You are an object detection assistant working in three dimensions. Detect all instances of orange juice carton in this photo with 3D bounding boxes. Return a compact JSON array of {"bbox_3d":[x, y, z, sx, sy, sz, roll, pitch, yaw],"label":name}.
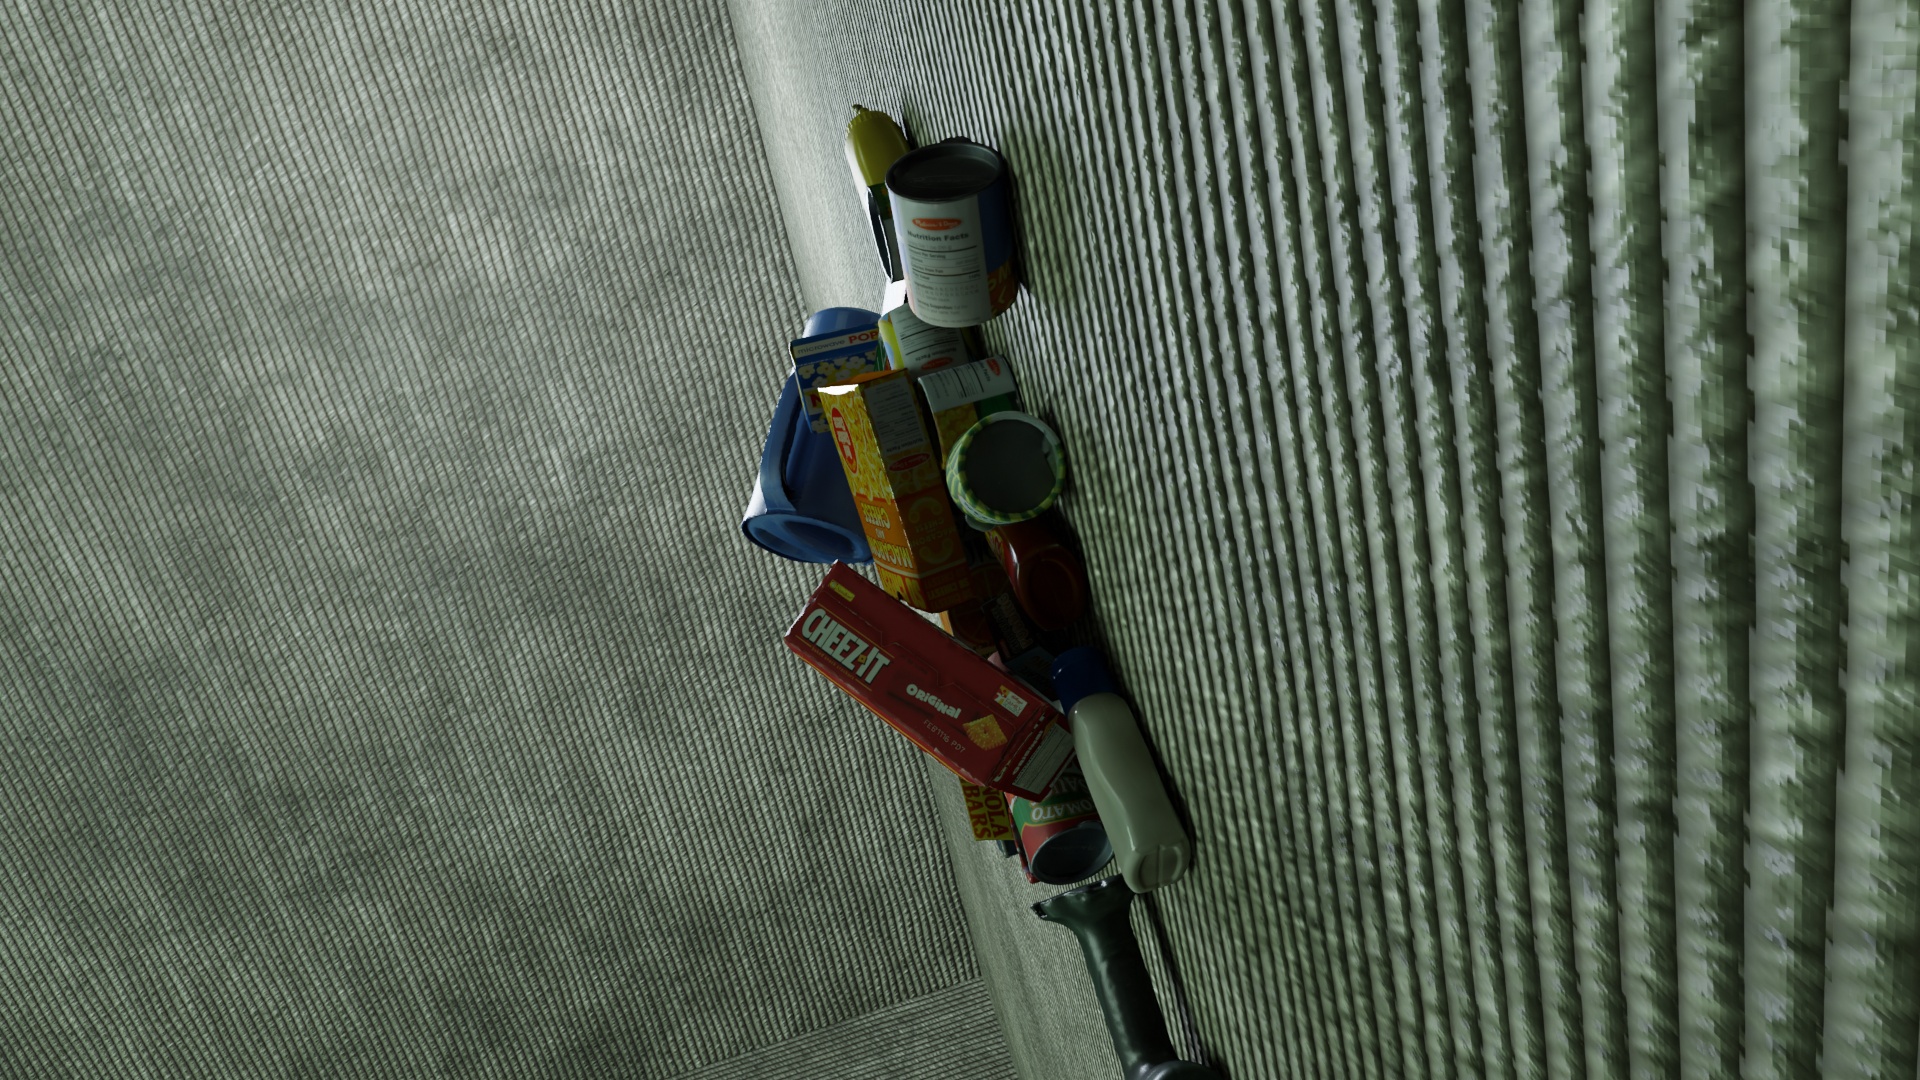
[{"bbox_3d":[0.004,-0.014,1.077,0.073,0.072,0.192,-127,22,-69],"label":"orange juice carton"}]

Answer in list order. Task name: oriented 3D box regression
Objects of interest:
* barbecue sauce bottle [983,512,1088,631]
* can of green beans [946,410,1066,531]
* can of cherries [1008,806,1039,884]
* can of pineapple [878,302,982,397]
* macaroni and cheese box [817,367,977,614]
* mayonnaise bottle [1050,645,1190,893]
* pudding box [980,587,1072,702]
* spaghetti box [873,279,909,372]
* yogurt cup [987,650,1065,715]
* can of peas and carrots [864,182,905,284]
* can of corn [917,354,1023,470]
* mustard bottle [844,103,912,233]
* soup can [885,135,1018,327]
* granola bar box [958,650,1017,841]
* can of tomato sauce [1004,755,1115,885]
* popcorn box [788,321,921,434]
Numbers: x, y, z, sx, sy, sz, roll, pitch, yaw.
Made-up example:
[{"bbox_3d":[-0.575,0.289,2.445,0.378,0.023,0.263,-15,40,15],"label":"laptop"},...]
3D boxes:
[{"bbox_3d":[0.041,-0.001,0.919,0.149,0.044,0.064,-117,4,-61],"label":"barbecue sauce bottle"},{"bbox_3d":[0.027,-0.043,0.841,0.058,0.071,0.071,166,88,-83],"label":"can of green beans"},{"bbox_3d":[0.076,0.243,1.142,0.071,0.058,0.071,167,87,-83],"label":"can of cherries"},{"bbox_3d":[-0.021,-0.141,1.011,0.071,0.071,0.058,129,125,-82],"label":"can of pineapple"},{"bbox_3d":[-0.047,-0.036,0.992,0.123,0.040,0.166,-167,58,-71],"label":"macaroni and cheese box"},{"bbox_3d":[0.092,0.130,0.825,0.064,0.041,0.149,82,171,-50],"label":"mayonnaise bottle"},{"bbox_3d":[0.050,0.071,0.942,0.083,0.030,0.050,42,-158,-52],"label":"pudding box"},{"bbox_3d":[-0.054,-0.140,1.179,0.248,0.029,0.050,104,155,-45],"label":"spaghetti box"},{"bbox_3d":[0.046,0.117,1.082,0.054,0.072,0.072,-102,-1,-65],"label":"yogurt cup"},{"bbox_3d":[-0.028,-0.212,0.927,0.071,0.059,0.071,168,87,-83],"label":"can of peas and carrots"},{"bbox_3d":[0.008,-0.084,0.937,0.071,0.058,0.071,167,87,-83],"label":"can of corn"},{"bbox_3d":[-0.056,-0.278,1.050,0.065,0.049,0.161,86,167,-61],"label":"mustard bottle"},{"bbox_3d":[-0.003,-0.175,0.789,0.071,0.071,0.083,-113,10,-46],"label":"soup can"},{"bbox_3d":[0.027,0.158,1.209,0.125,0.039,0.165,-51,-49,-63],"label":"granola bar box"},{"bbox_3d":[0.073,0.202,1.039,0.083,0.071,0.070,-113,10,-48],"label":"can of tomato sauce"},{"bbox_3d":[-0.082,-0.148,1.231,0.084,0.127,0.038,82,173,-48],"label":"popcorn box"}]
